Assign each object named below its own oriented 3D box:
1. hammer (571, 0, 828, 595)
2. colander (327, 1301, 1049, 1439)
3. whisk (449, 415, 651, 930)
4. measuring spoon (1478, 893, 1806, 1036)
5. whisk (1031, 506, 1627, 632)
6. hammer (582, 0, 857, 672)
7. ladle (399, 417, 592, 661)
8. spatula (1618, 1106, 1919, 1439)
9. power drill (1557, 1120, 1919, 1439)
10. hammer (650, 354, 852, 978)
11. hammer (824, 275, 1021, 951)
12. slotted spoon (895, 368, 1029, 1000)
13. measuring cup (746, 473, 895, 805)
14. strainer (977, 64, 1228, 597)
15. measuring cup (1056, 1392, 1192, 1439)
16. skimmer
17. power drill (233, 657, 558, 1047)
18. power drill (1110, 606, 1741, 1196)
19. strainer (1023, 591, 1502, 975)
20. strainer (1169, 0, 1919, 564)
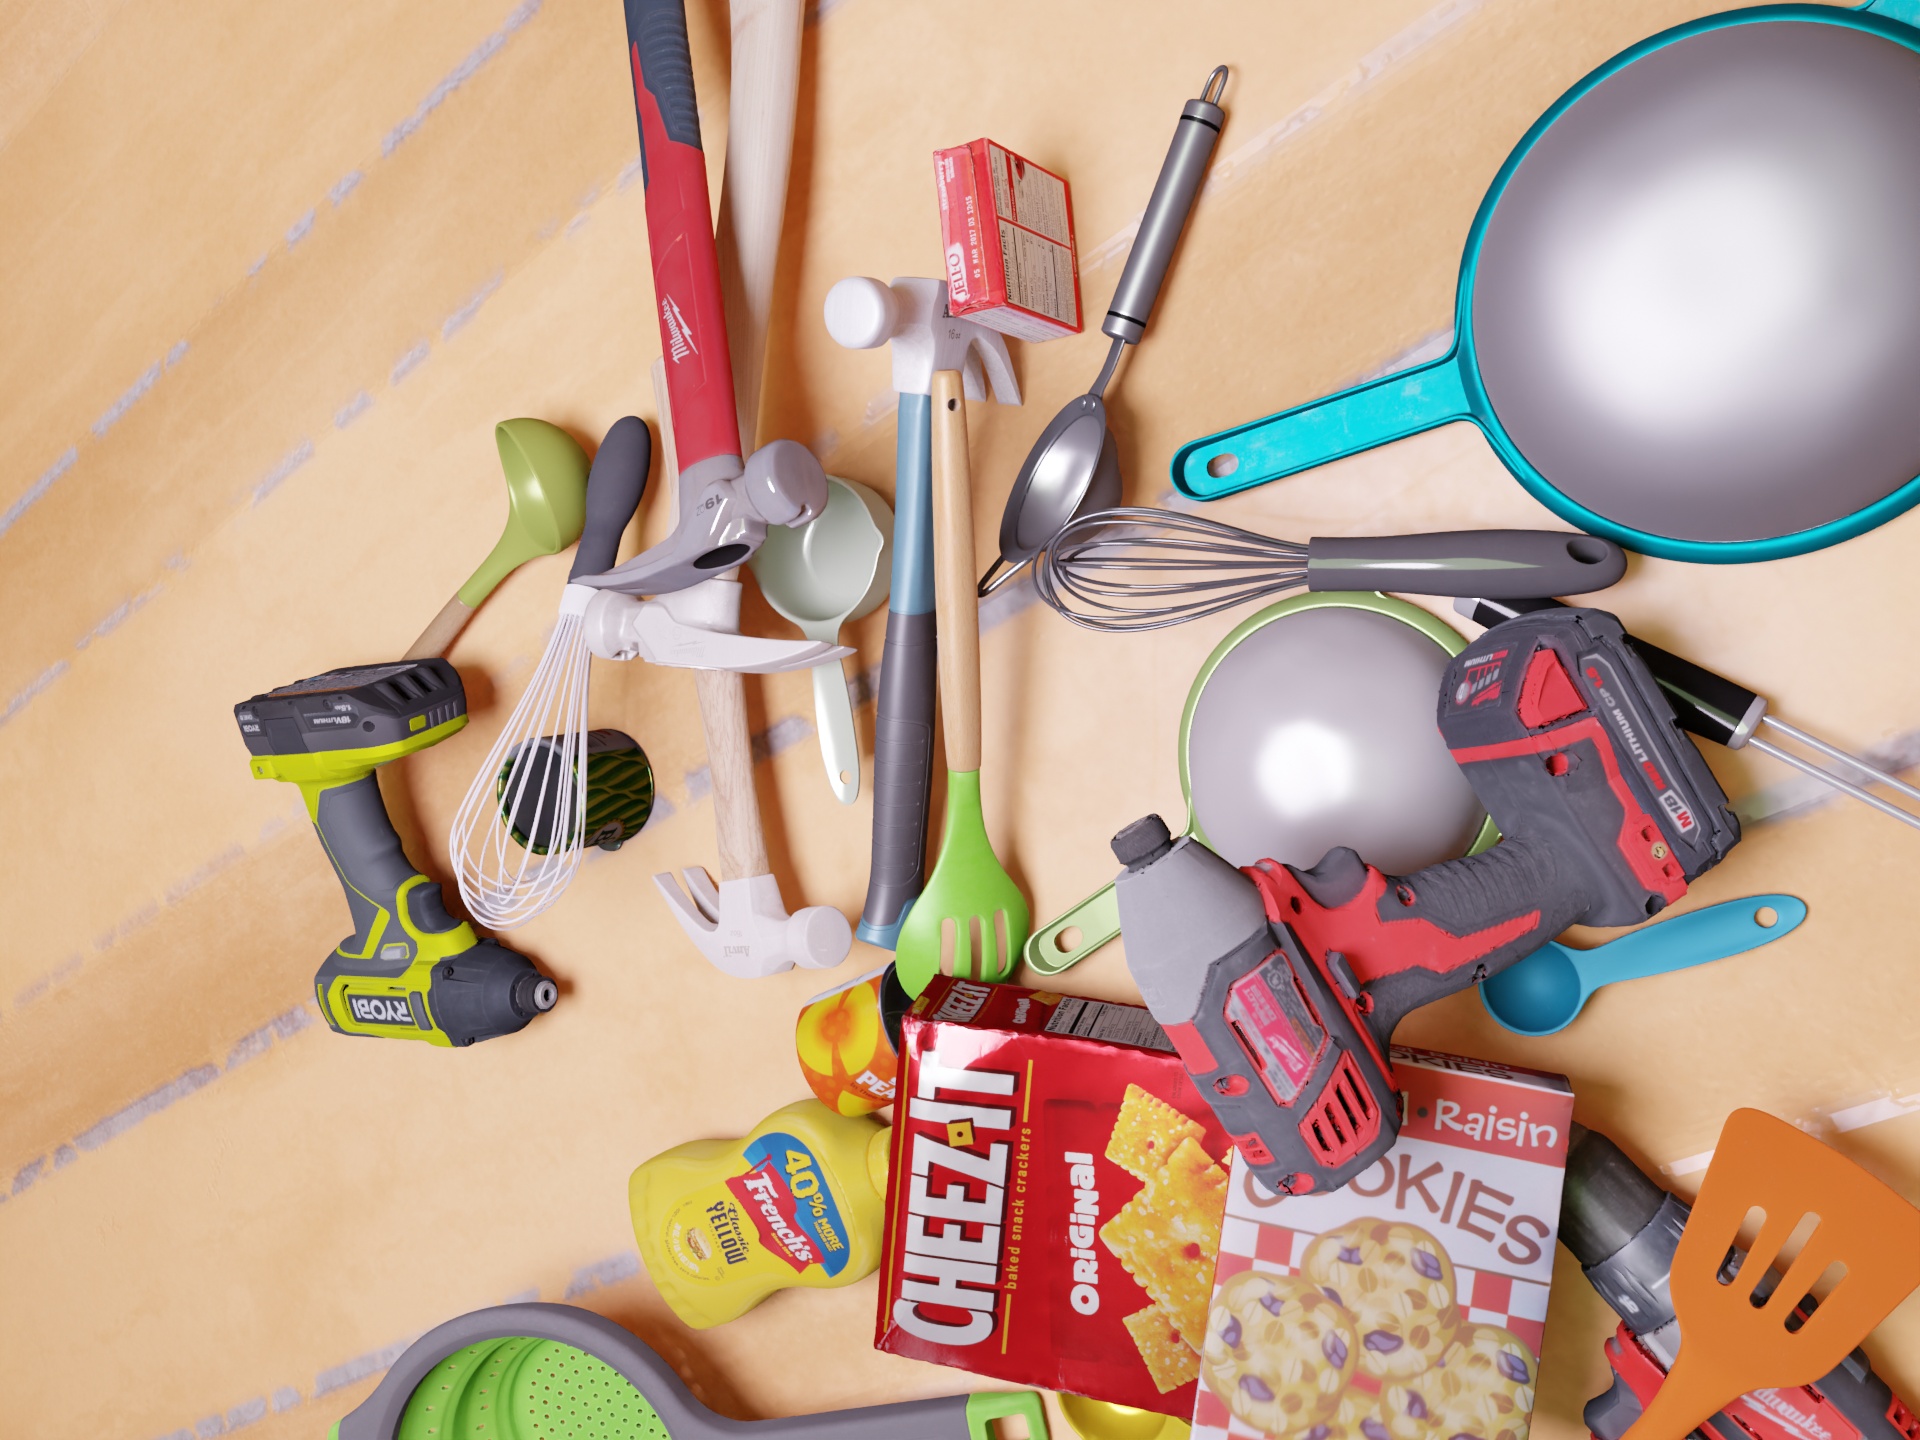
[{"bbox_3d":[-0.148,-0.253,0.771,0.143,0.038,0.386,-20,72,36],"label":"hammer"},{"bbox_3d":[-0.142,0.391,0.873,0.397,0.094,0.204,-12,93,11],"label":"colander"},{"bbox_3d":[-0.207,-0.031,0.832,0.070,0.070,0.285,4,74,29],"label":"whisk"},{"bbox_3d":[0.277,0.095,0.650,0.128,0.021,0.042,-21,83,19],"label":"measuring spoon"},{"bbox_3d":[0.146,-0.062,0.655,0.239,0.055,0.055,1,95,18],"label":"whisk"},{"bbox_3d":[-0.099,-0.228,0.786,0.146,0.038,0.410,6,89,29],"label":"hammer"},{"bbox_3d":[-0.314,-0.055,0.939,0.320,0.062,0.078,-43,70,27],"label":"ladle"},{"bbox_3d":[0.240,0.296,0.601,0.081,0.041,0.322,34,108,21],"label":"spatula"},{"bbox_3d":[0.245,0.291,0.648,0.188,0.080,0.226,47,111,18],"label":"power drill"},{"bbox_3d":[-0.129,-0.030,0.839,0.130,0.031,0.331,-14,83,47],"label":"hammer"},{"bbox_3d":[-0.024,-0.040,0.757,0.033,0.128,0.331,14,110,28],"label":"hammer"},{"bbox_3d":[-0.001,-0.002,0.735,0.031,0.070,0.313,-145,49,-63],"label":"slotted spoon"},{"bbox_3d":[-0.060,-0.042,0.810,0.083,0.038,0.167,-5,94,29],"label":"measuring cup"},{"bbox_3d":[0.073,-0.170,0.723,0.258,0.050,0.087,-70,21,10],"label":"strainer"},{"bbox_3d":[0.120,0.339,0.753,0.156,0.029,0.062,24,106,15],"label":"measuring cup"},{"bbox_3d":[0.344,0.017,0.561,0.363,0.090,0.127,32,75,26],"label":"skimmer"},{"bbox_3d":[-0.325,0.082,0.930,0.171,0.080,0.223,-4,106,30],"label":"power drill"},{"bbox_3d":[0.162,0.055,0.585,0.219,0.078,0.143,-33,92,-15],"label":"power drill"},{"bbox_3d":[0.116,0.048,0.701,0.256,0.069,0.151,-38,76,25],"label":"strainer"},{"bbox_3d":[0.226,-0.148,0.609,0.340,0.095,0.211,-16,87,28],"label":"strainer"}]
